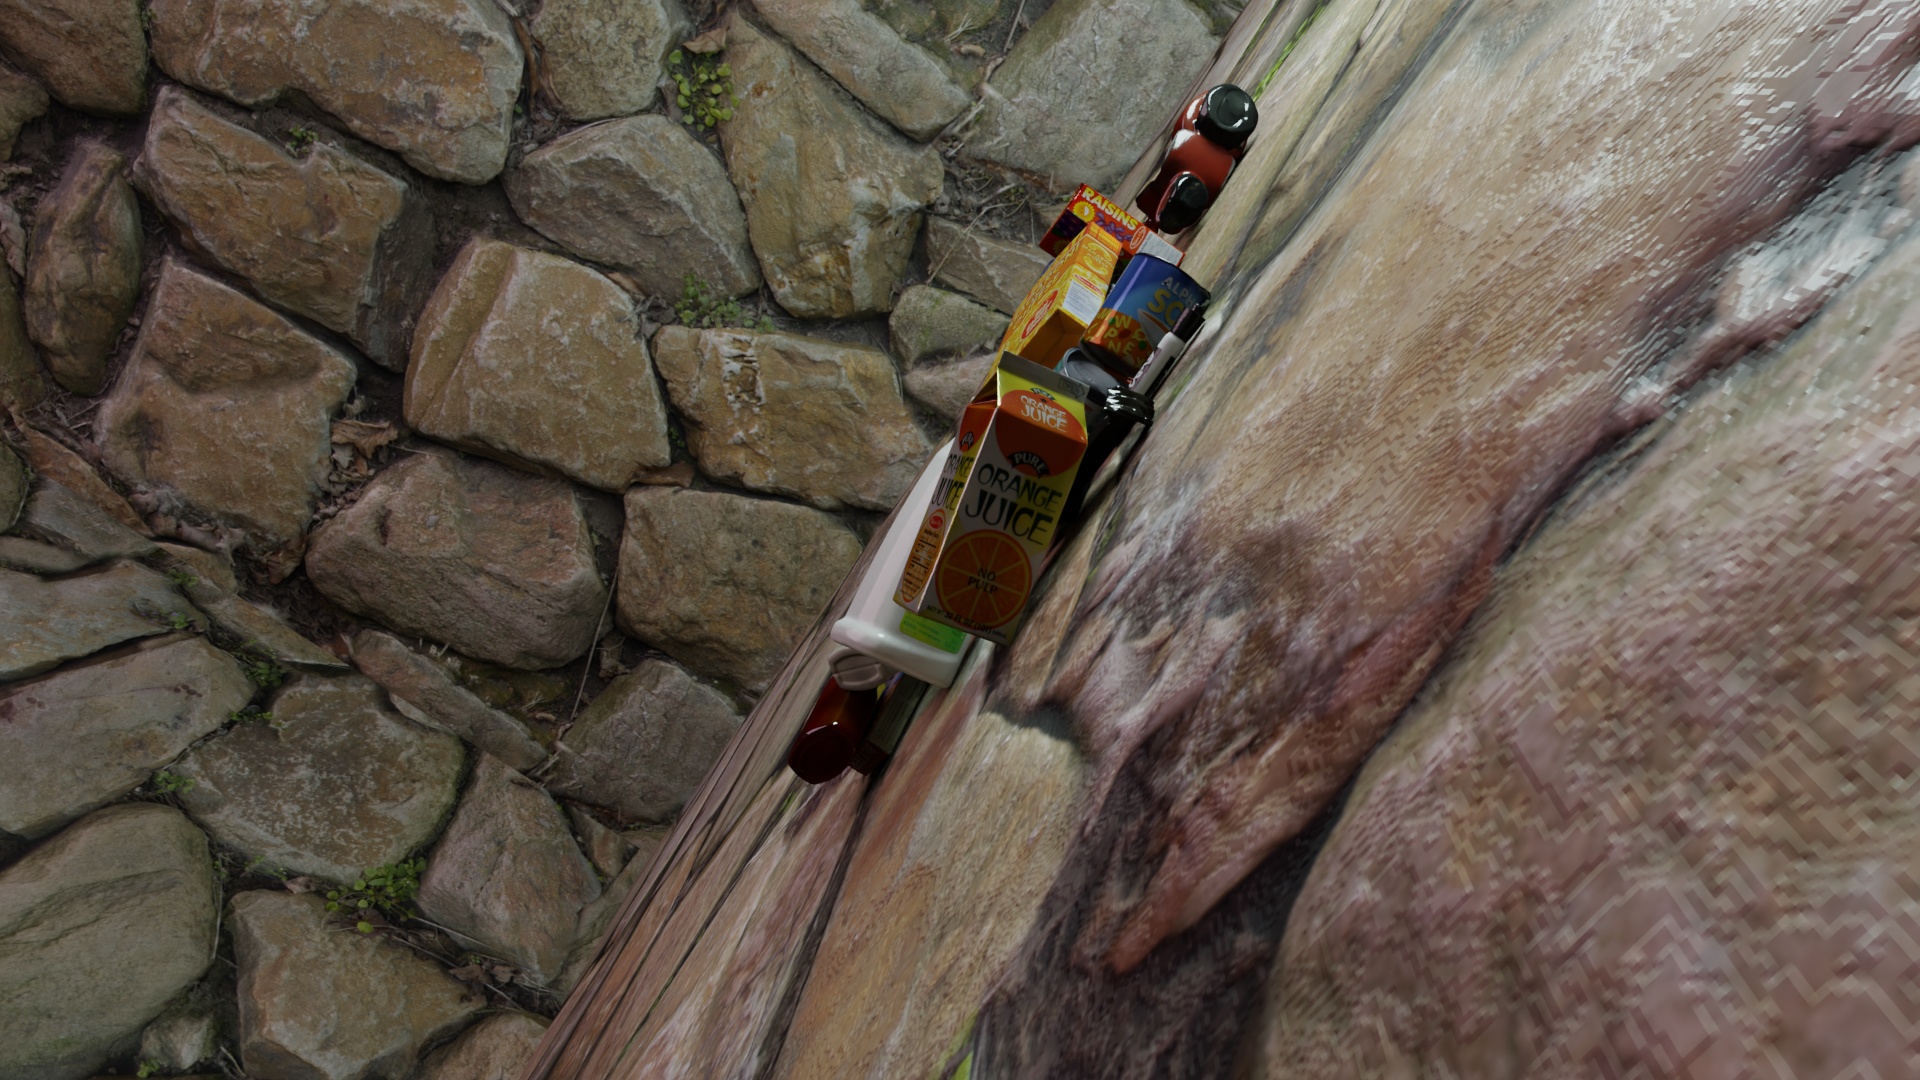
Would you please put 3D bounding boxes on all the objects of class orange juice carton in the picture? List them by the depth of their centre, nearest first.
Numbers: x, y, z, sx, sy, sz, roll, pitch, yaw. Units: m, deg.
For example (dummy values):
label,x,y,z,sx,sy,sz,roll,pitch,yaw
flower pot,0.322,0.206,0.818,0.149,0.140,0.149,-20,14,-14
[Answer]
label,x,y,z,sx,sy,sz,roll,pitch,yaw
orange juice carton,0.026,-0.031,0.964,0.192,0.072,0.073,-69,18,-1

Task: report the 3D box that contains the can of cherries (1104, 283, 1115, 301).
label,x,y,z,sx,sy,sz,roll,pitch,yaw
can of cherries,0.134,-0.177,1.203,0.071,0.058,0.071,-55,7,10

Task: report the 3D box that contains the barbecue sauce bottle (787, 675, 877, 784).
label,x,y,z,sx,sy,sz,roll,pitch,yaw
barbecue sauce bottle,-0.096,0.139,1.154,0.064,0.043,0.149,-42,11,24

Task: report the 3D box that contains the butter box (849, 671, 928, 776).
label,x,y,z,sx,sy,sz,roll,pitch,yaw
butter box,-0.057,0.143,1.163,0.053,0.024,0.104,-48,10,51

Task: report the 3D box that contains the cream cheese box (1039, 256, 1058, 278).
label,x,y,z,sx,sy,sz,roll,pitch,yaw
cream cheese box,0.128,-0.242,1.383,0.024,0.104,0.053,-53,7,2

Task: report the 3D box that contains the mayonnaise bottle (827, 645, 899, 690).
label,x,y,z,sx,sy,sz,roll,pitch,yaw
mayonnaise bottle,-0.044,0.075,1.158,0.064,0.041,0.149,-16,11,38

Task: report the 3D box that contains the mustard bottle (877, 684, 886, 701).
label,x,y,z,sx,sy,sz,roll,pitch,yaw
mustard bottle,-0.097,0.154,1.307,0.065,0.049,0.160,-57,7,-17

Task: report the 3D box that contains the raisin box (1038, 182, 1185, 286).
label,x,y,z,sx,sy,sz,roll,pitch,yaw
raisin box,0.149,-0.288,1.374,0.040,0.123,0.086,-59,6,-20

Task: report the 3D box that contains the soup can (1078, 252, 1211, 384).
label,x,y,z,sx,sy,sz,roll,pitch,yaw
soup can,0.142,-0.168,1.072,0.084,0.071,0.071,-57,6,-5

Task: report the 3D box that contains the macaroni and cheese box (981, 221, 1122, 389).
label,x,y,z,sx,sy,sz,roll,pitch,yaw
macaroni and cheese box,0.078,-0.190,1.204,0.123,0.040,0.167,-47,14,38

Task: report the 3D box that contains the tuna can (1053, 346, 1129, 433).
label,x,y,z,sx,sy,sz,roll,pitch,yaw
tuna can,0.104,-0.121,1.110,0.032,0.071,0.071,-52,7,41
